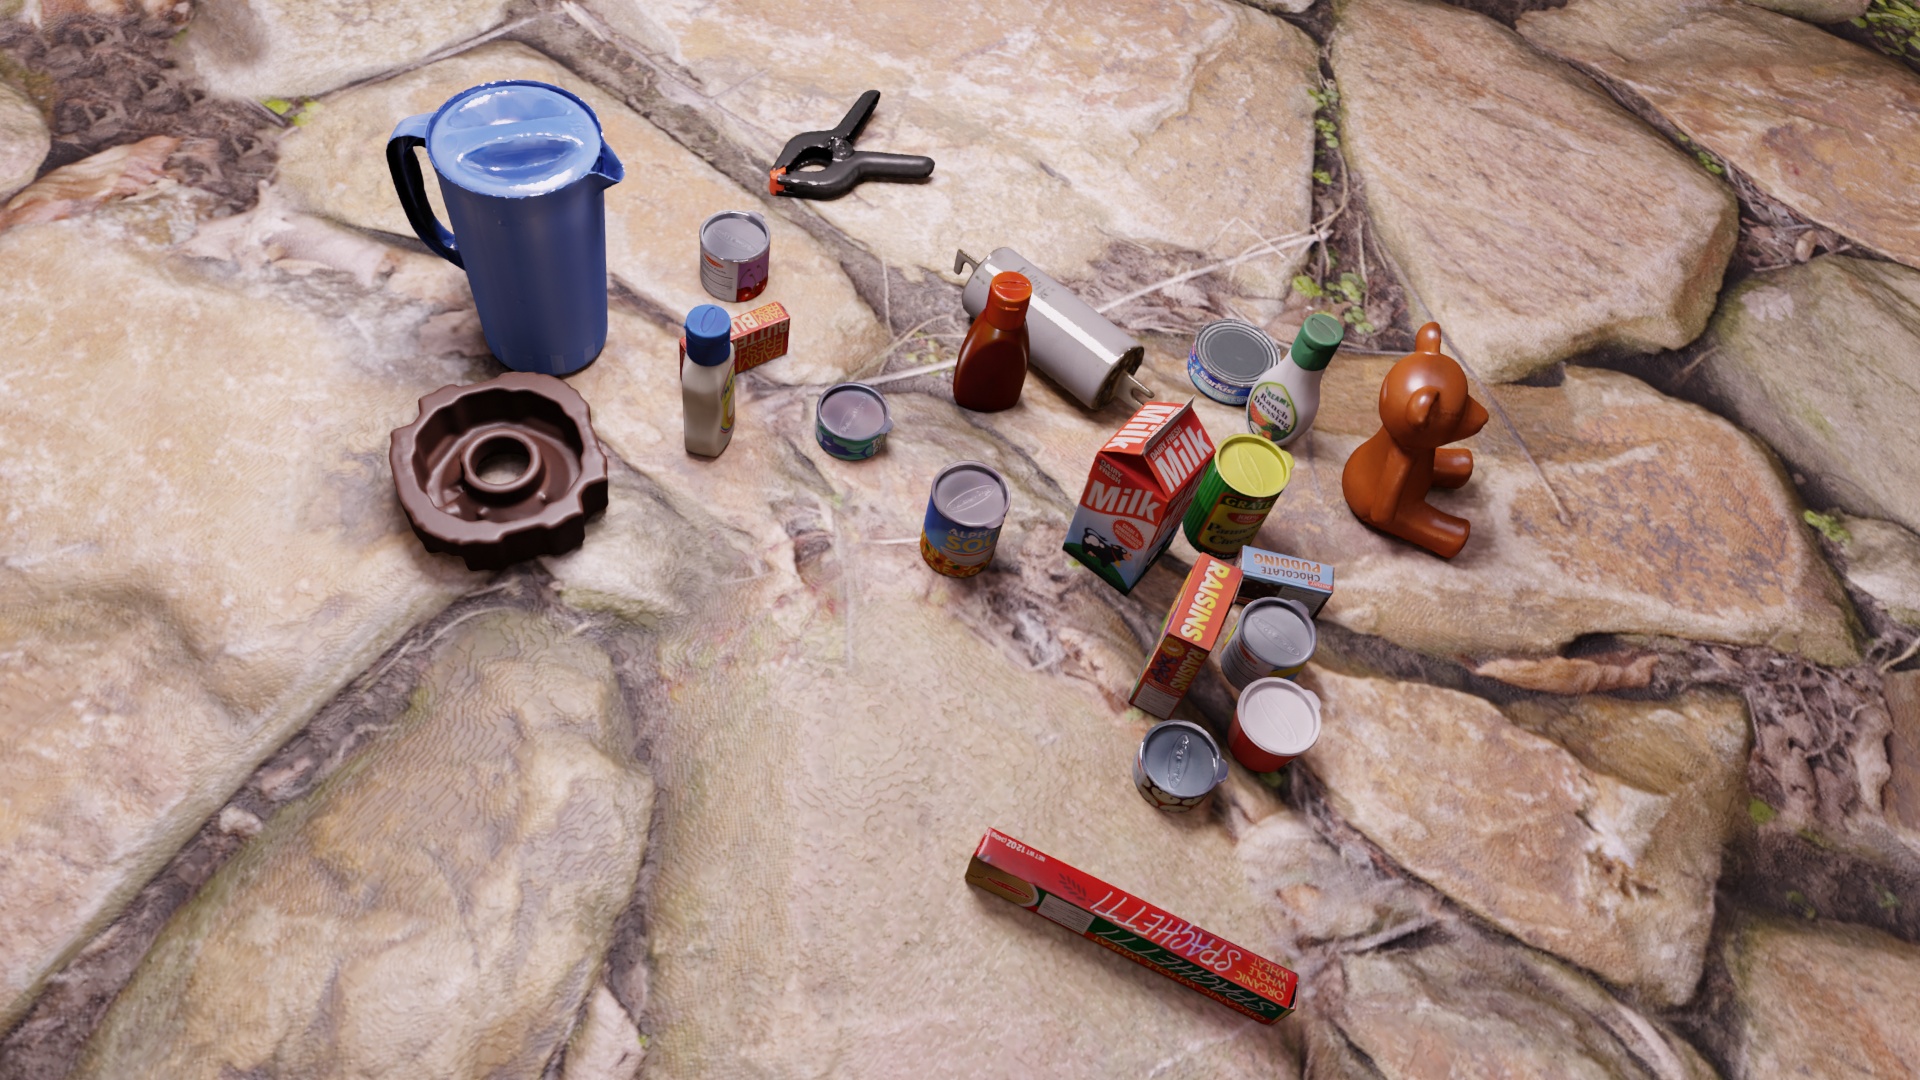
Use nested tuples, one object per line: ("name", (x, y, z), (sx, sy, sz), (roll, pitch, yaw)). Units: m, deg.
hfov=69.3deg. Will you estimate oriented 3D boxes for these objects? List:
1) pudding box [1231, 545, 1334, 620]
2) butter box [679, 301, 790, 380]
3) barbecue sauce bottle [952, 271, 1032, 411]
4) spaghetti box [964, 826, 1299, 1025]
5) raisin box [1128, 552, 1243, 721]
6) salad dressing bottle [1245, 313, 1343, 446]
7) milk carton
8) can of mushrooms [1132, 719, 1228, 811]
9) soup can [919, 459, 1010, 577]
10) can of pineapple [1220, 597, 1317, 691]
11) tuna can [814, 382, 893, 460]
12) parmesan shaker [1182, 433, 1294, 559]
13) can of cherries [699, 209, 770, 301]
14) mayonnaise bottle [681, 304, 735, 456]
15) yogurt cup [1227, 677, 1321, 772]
("pudding box", (0.275, 0.037, 1.201), (0.084, 0.049, 0.030), (13, 56, -1))
("butter box", (-0.204, -0.176, 1.257), (0.104, 0.052, 0.024), (-27, 65, -24))
("barbecue sauce bottle", (0.033, -0.176, 1.241), (0.065, 0.147, 0.044), (2, 57, -9))
("spaghetti box", (0.123, 0.282, 1.012), (0.250, 0.050, 0.029), (24, 56, 7))
("raisin box", (0.180, 0.079, 1.113), (0.040, 0.122, 0.086), (26, 56, 7))
("salad dressing bottle", (0.306, -0.145, 1.269), (0.044, 0.146, 0.064), (-32, 68, -27))
("milk carton", (0.150, -0.043, 1.148), (0.073, 0.189, 0.073), (37, 59, 15))
("can of mushrooms", (0.173, 0.180, 1.099), (0.071, 0.033, 0.071), (5, 56, -7))
("soup can", (0.004, -0.015, 1.168), (0.071, 0.083, 0.072), (5, 56, -7))
("can of pineapple", (0.258, 0.089, 1.159), (0.071, 0.057, 0.071), (5, 56, -7))
("tuna can", (-0.095, -0.105, 1.242), (0.071, 0.032, 0.071), (5, 56, -7))
("parmesan shaker", (0.242, -0.037, 1.213), (0.071, 0.102, 0.071), (5, 56, -7))
("can of cherries", (-0.212, -0.270, 1.315), (0.071, 0.058, 0.072), (5, 56, -7))
("mayonnaise bottle", (-0.212, -0.136, 1.172), (0.041, 0.147, 0.065), (14, 56, -1))
("yogurt cup", (0.249, 0.152, 1.118), (0.072, 0.053, 0.073), (5, 56, -7))
